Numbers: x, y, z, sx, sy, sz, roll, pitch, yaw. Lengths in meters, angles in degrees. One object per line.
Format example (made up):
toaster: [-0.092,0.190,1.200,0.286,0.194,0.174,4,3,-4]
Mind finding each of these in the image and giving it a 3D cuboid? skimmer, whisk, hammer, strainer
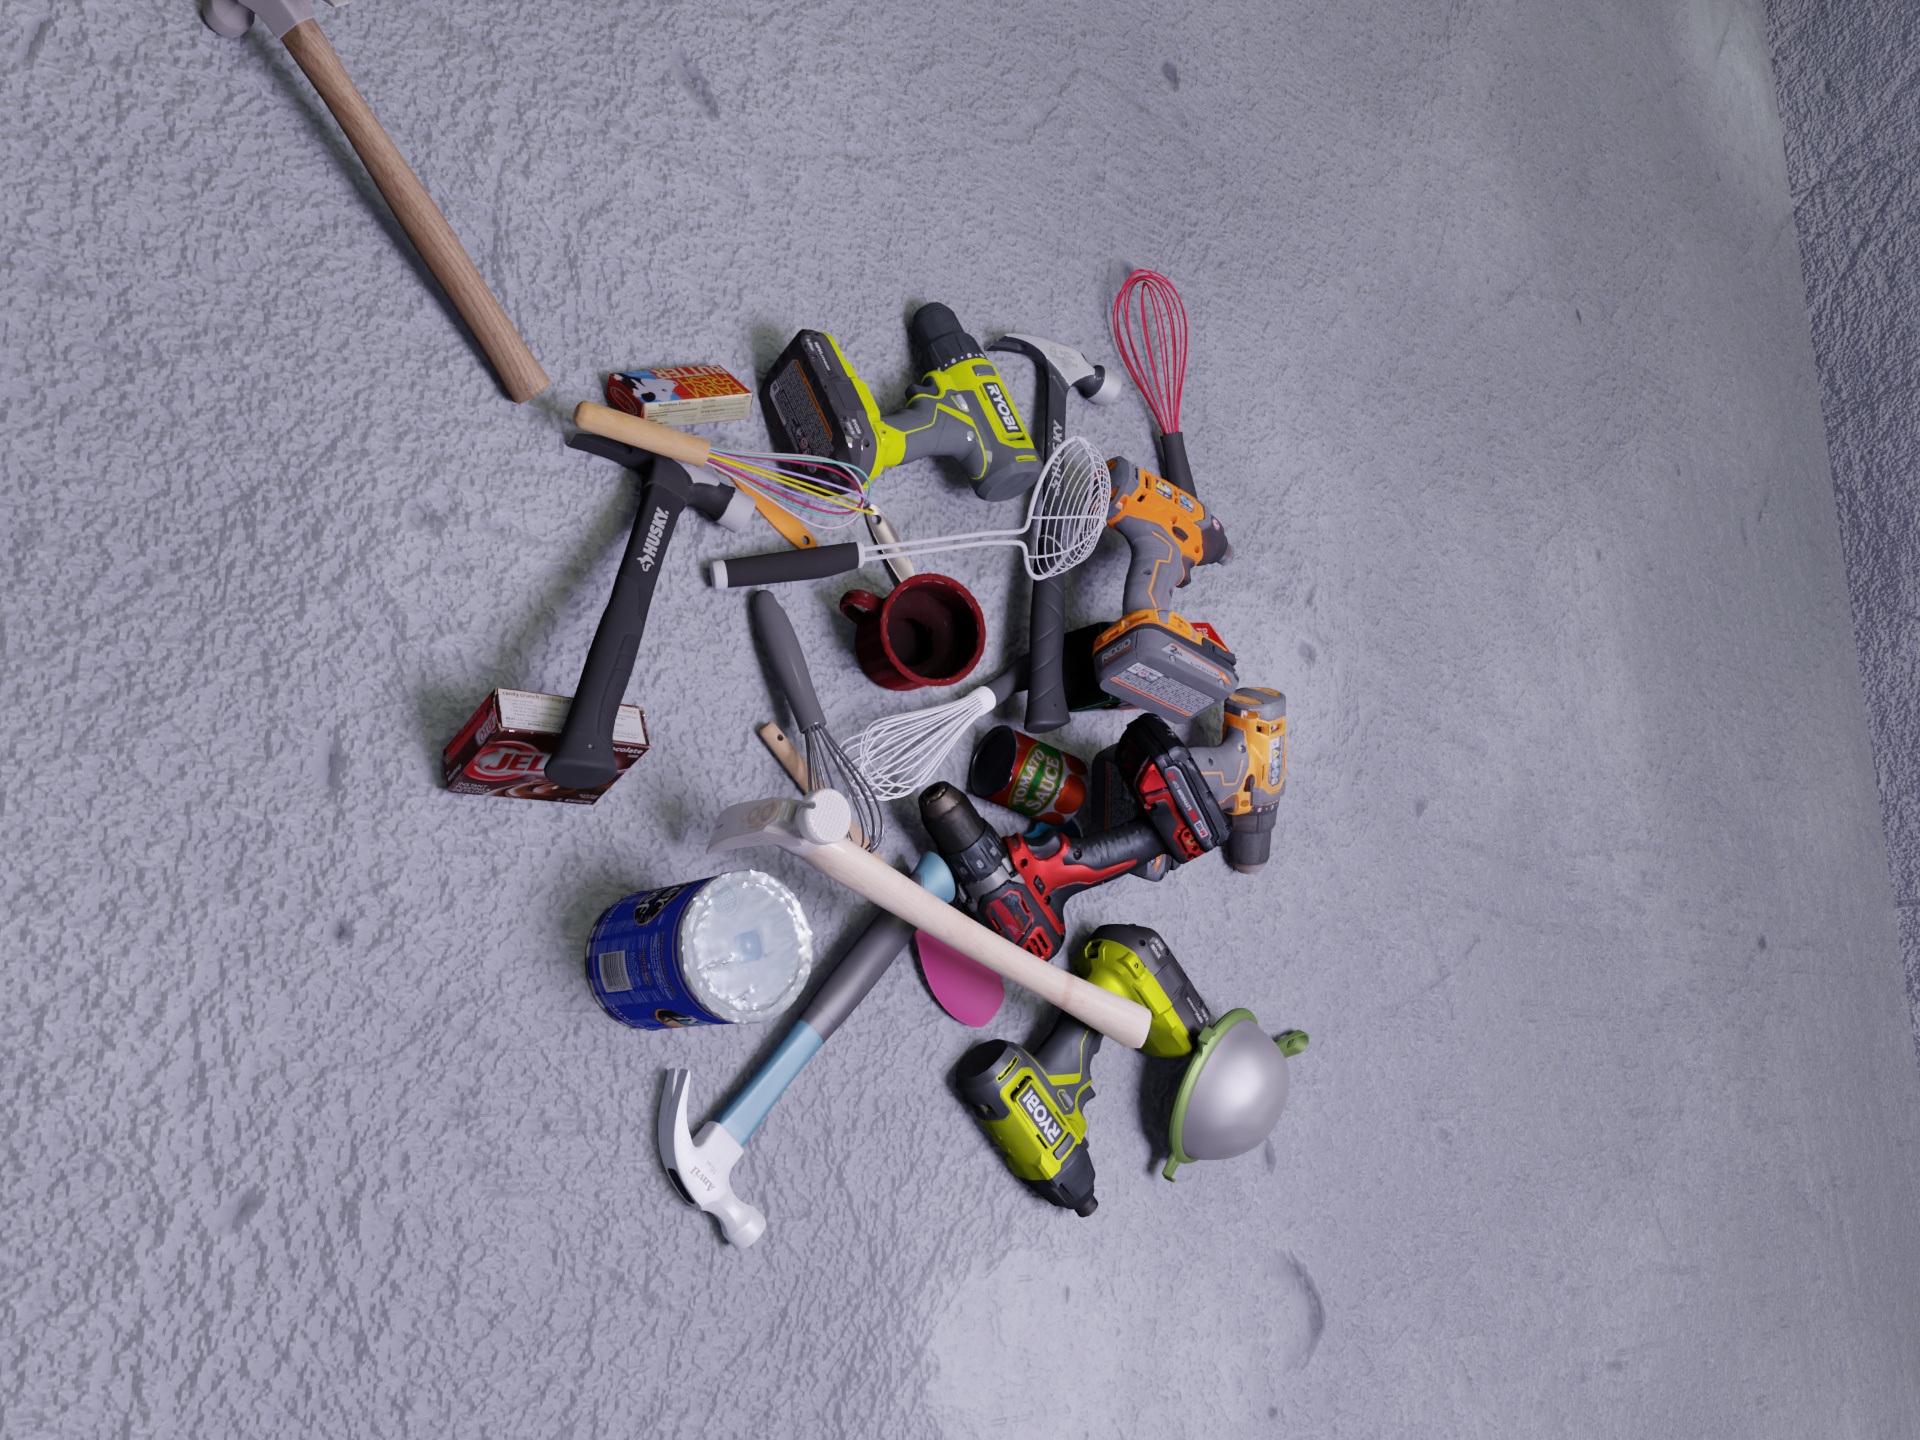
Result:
skimmer: [-0.035,-0.159,1.325,0.363,0.090,0.127,-10,128,-18]
whisk: [-0.117,0.004,1.245,0.055,0.055,0.239,-11,73,-41]
hammer: [-0.388,-0.371,1.103,0.031,0.130,0.331,-51,120,-40]
whisk: [-0.172,-0.196,1.206,0.244,0.051,0.047,15,42,-28]
hammer: [0.080,-0.177,1.452,0.149,0.036,0.409,20,61,-32]
hammer: [-0.005,0.164,1.225,0.410,0.146,0.038,34,60,-32]
hammer: [-0.106,0.229,1.215,0.128,0.033,0.331,52,56,-17]
whisk: [0.208,-0.308,1.606,0.073,0.073,0.296,-16,96,-41]
hammer: [-0.238,-0.085,1.122,0.146,0.035,0.335,30,42,-23]
strainer: [0.283,0.335,1.470,0.256,0.069,0.151,-8,114,-53]
whisk: [-0.003,-0.005,1.358,0.284,0.070,0.070,-33,101,-45]

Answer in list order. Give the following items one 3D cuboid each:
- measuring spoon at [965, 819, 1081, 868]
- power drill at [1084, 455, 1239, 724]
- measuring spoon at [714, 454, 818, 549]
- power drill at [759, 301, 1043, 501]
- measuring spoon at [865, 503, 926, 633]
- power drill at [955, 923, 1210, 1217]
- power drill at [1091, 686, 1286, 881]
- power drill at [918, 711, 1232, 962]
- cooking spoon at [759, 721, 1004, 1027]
measuring spoon: [0.050,0.115,1.395,0.128,0.021,0.042,-17,56,-32]
power drill: [0.191,-0.116,1.438,0.164,0.084,0.227,23,52,-31]
measuring spoon: [-0.156,-0.177,1.299,0.116,0.011,0.021,44,55,-23]
power drill: [-0.051,-0.275,1.360,0.228,0.080,0.191,-12,71,-42]
measuring spoon: [-0.053,-0.130,1.374,0.034,0.018,0.124,-27,90,-26]
power drill: [0.112,0.297,1.365,0.223,0.080,0.171,-44,107,-34]
power drill: [0.224,0.081,1.491,0.226,0.084,0.185,-19,117,-40]
power drill: [0.090,0.085,1.322,0.226,0.080,0.187,-32,115,1]
cooking spoon: [-0.063,0.126,1.297,0.069,0.017,0.318,-48,110,-32]
